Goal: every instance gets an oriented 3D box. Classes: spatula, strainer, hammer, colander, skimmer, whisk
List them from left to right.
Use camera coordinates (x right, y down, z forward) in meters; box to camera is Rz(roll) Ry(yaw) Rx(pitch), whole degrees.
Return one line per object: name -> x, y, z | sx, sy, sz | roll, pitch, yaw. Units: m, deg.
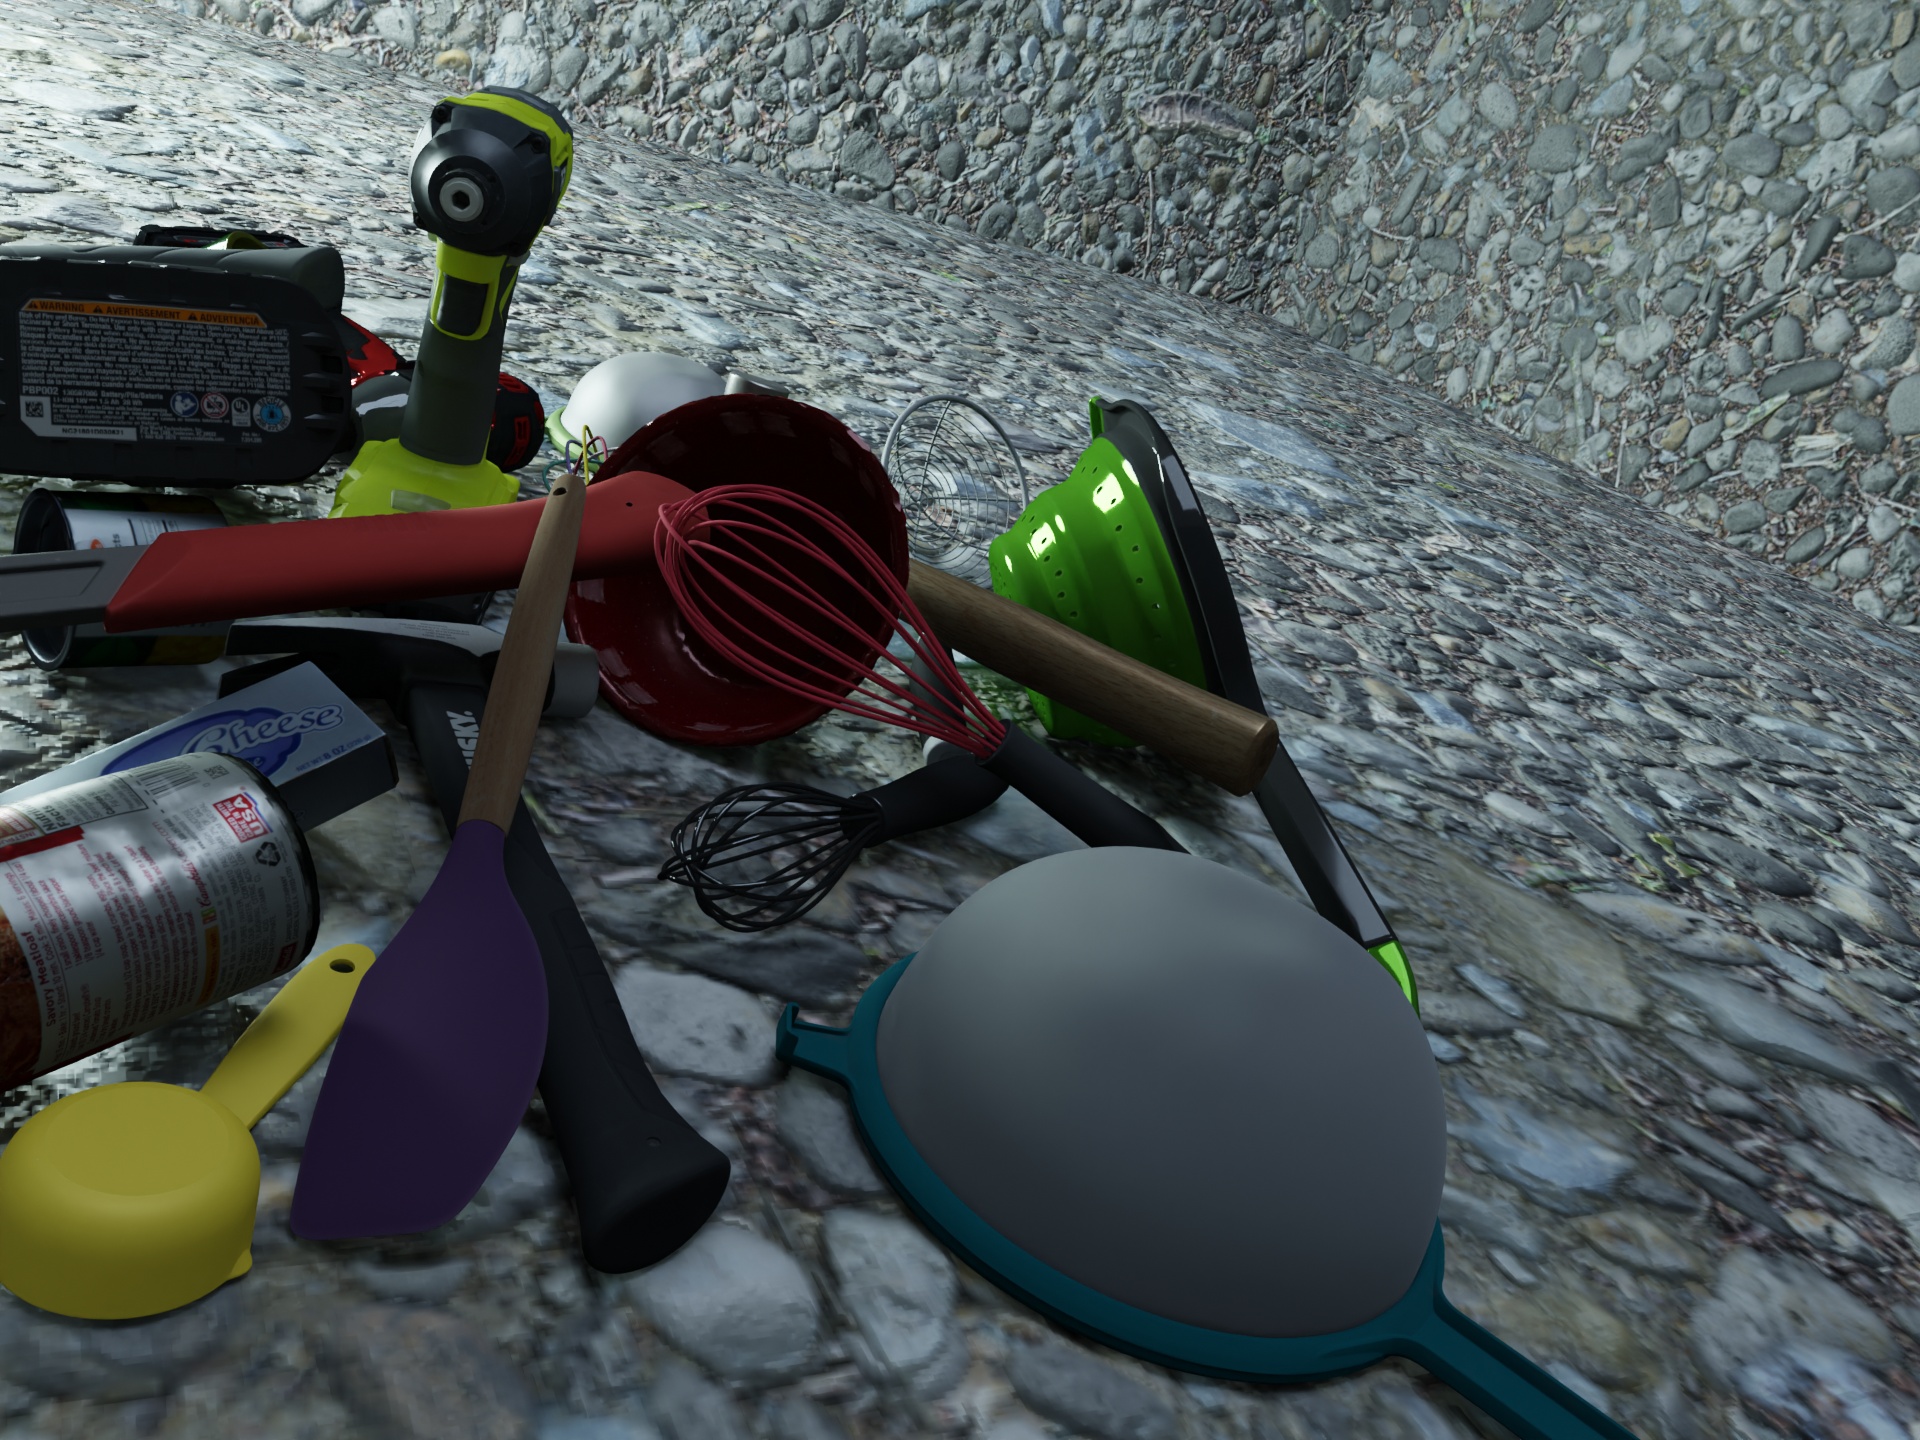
hammer -> -0.487, -0.194, 0.695 | 0.409, 0.036, 0.149 | -4, 25, -14
hammer -> -0.243, -0.045, 0.551 | 0.359, 0.036, 0.149 | -11, 60, -40
hammer -> -0.155, 0.051, 0.529 | 0.146, 0.035, 0.335 | 6, 26, -32
spatula -> -0.144, 0.017, 0.501 | 0.060, 0.018, 0.316 | -6, 43, 3
whisk -> -0.193, -0.098, 0.833 | 0.051, 0.047, 0.245 | 13, 26, -20
strainer -> -0.168, -0.214, 1.084 | 0.151, 0.069, 0.256 | 26, 24, 15
whisk -> -0.037, 0.038, 0.641 | 0.055, 0.055, 0.239 | 29, 20, 22
hammer -> -0.005, -0.049, 0.736 | 0.331, 0.130, 0.031 | 28, 17, 28
whisk -> -0.001, -0.002, 0.657 | 0.295, 0.073, 0.073 | 36, 16, -21
skimmer -> 0.006, -0.082, 0.894 | 0.127, 0.090, 0.364 | 53, 13, -25
colander -> 0.095, 0.002, 0.769 | 0.094, 0.204, 0.398 | -18, 48, -3
strainer -> 0.121, 0.131, 0.489 | 0.341, 0.095, 0.211 | 32, 25, 31

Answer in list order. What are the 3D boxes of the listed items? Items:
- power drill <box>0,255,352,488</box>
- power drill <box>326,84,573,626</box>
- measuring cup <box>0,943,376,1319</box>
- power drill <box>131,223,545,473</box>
power drill -> -0.357, -0.134, 0.661 | 0.190, 0.080, 0.229 | -3, 7, -30
power drill -> -0.227, -0.161, 0.709 | 0.080, 0.223, 0.171 | 13, 23, -14
measuring cup -> -0.189, 0.090, 0.415 | 0.062, 0.029, 0.157 | 19, 22, -2
power drill -> -0.357, -0.198, 0.892 | 0.220, 0.078, 0.143 | 30, 25, 18
